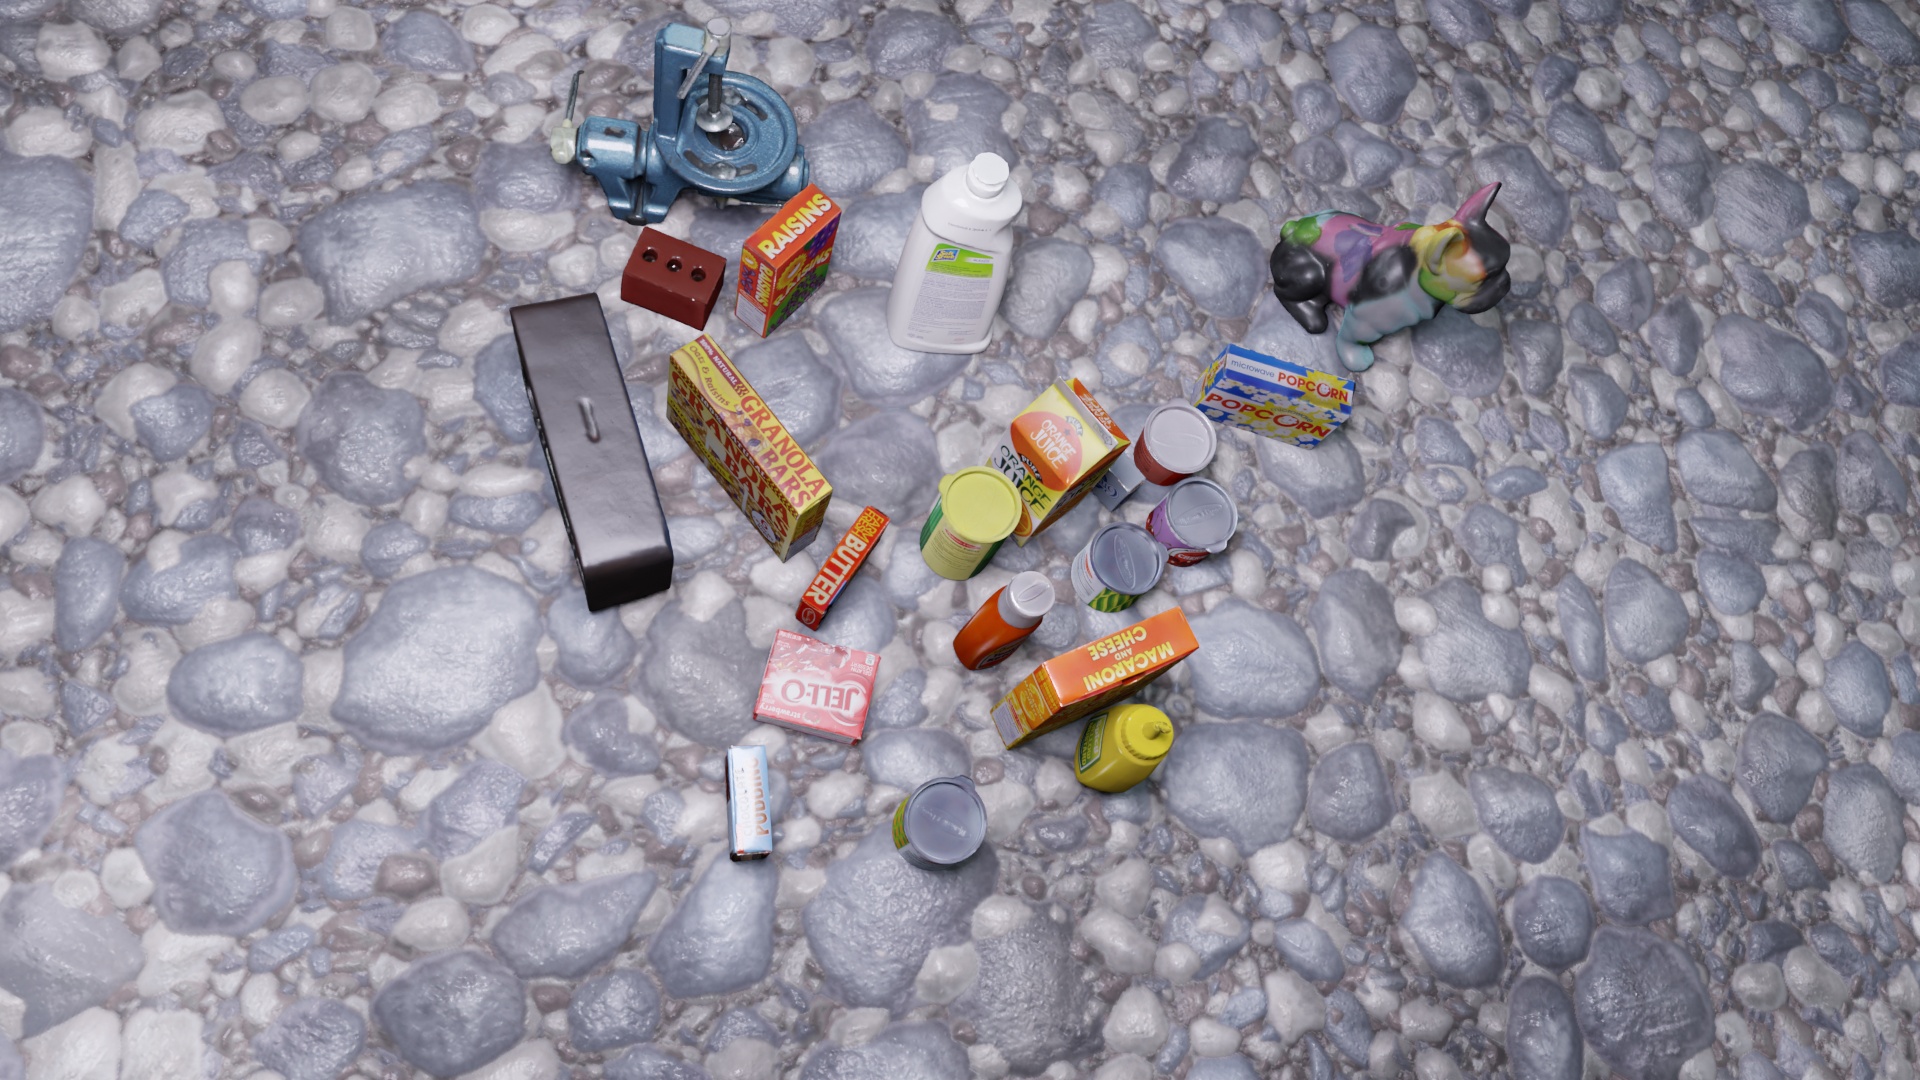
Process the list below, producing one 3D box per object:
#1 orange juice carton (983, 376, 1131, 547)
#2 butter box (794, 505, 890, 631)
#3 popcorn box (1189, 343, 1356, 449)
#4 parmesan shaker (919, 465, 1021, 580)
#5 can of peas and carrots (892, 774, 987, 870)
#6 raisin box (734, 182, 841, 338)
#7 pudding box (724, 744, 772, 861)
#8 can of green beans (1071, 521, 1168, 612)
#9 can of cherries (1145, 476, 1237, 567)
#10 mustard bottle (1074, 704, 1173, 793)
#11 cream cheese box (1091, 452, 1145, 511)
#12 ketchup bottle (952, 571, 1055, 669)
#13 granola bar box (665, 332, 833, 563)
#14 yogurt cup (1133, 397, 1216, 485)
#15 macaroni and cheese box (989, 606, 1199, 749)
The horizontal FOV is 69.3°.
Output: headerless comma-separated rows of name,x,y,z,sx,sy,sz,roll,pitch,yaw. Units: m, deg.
orange juice carton,0.078,-0.070,1.151,0.073,0.192,0.072,-35,82,-22
butter box,-0.098,0.022,1.152,0.024,0.053,0.104,34,67,0
popcorn box,0.286,-0.132,1.281,0.127,0.085,0.038,16,68,-7
parmesan shaker,0.004,-0.015,1.162,0.071,0.102,0.071,4,70,-12
can of peas and carrots,-0.016,0.222,1.096,0.071,0.058,0.071,4,70,-12
raisin box,-0.150,-0.239,1.196,0.040,0.123,0.086,41,67,3
pudding box,-0.165,0.202,1.073,0.030,0.049,0.084,-2,71,-14
can of green beans,0.135,0.024,1.204,0.071,0.057,0.071,4,70,-12
can of cherries,0.205,-0.013,1.233,0.071,0.058,0.071,4,70,-12
mustard bottle,0.133,0.159,1.099,0.049,0.159,0.065,15,68,-8
cream cheese box,0.117,-0.078,1.238,0.024,0.053,0.104,-37,82,-22
ketchup bottle,0.038,0.063,1.118,0.065,0.148,0.043,-28,79,-20
granola bar box,-0.174,-0.073,1.130,0.039,0.123,0.165,-36,82,-22
yogurt cup,0.191,-0.084,1.258,0.072,0.053,0.072,4,70,-12
macaroni and cheese box,0.103,0.112,1.105,0.124,0.165,0.040,-21,77,-19
